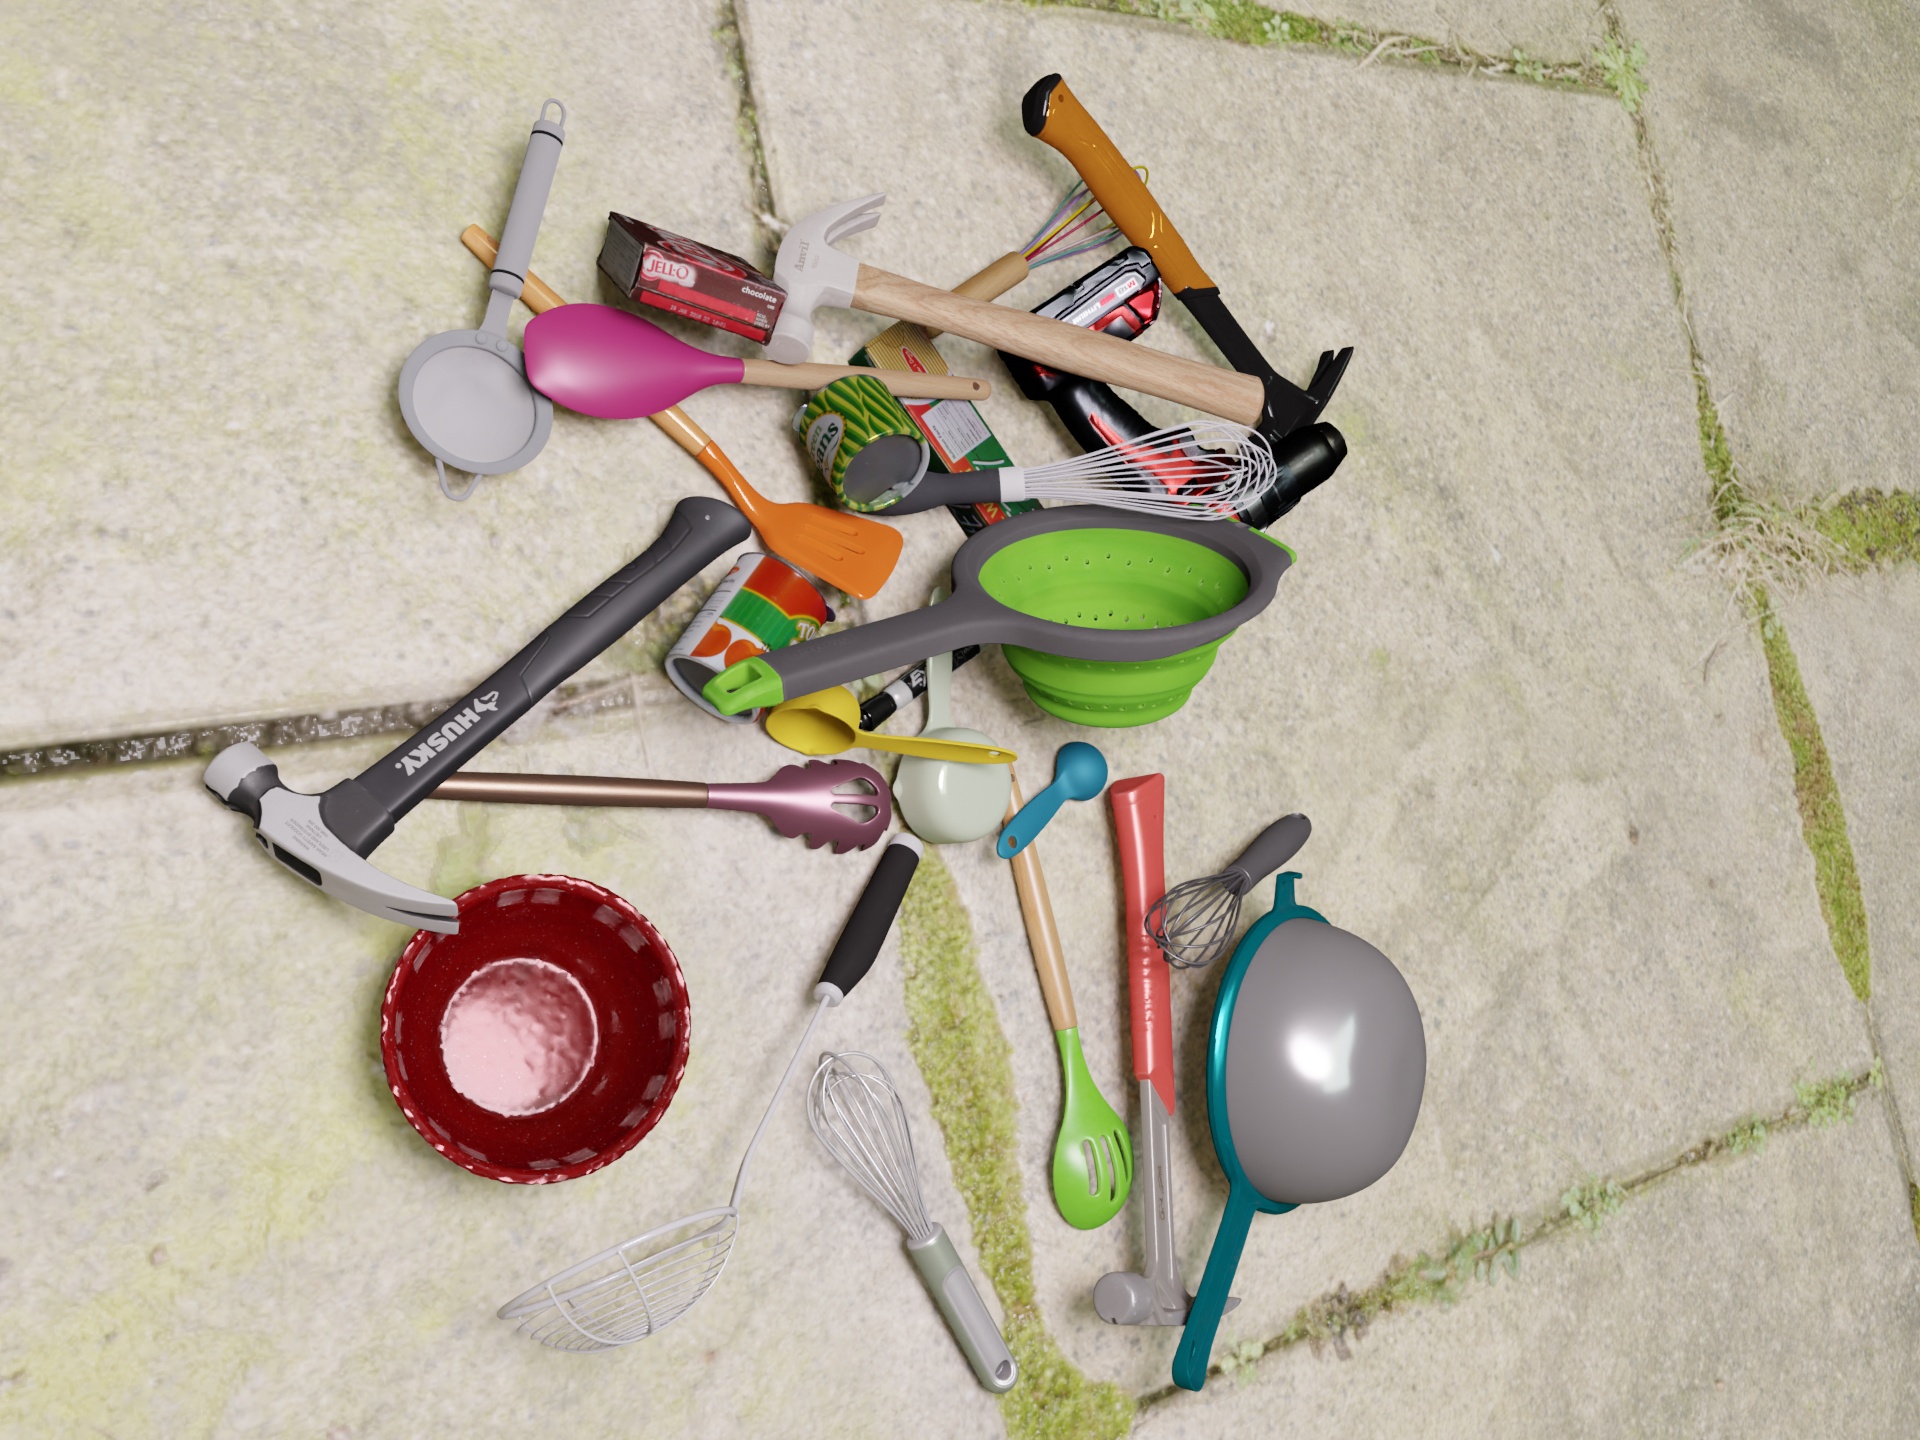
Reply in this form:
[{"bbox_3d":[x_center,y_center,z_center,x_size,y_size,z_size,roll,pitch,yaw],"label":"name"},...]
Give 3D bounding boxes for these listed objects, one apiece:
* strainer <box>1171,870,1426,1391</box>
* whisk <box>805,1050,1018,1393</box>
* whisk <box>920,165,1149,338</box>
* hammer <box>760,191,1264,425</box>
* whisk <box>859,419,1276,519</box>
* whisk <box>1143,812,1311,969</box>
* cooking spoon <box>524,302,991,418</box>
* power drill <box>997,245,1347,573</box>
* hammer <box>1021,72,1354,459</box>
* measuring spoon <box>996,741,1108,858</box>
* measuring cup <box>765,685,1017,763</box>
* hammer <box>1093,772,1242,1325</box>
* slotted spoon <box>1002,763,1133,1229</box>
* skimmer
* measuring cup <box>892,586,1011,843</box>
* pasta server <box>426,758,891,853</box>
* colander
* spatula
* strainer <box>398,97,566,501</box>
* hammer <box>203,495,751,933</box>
[{"bbox_3d":[0.232,0.280,1.041,0.210,0.095,0.340,54,49,-35],"label":"strainer"},{"bbox_3d":[-0.025,0.304,0.958,0.058,0.059,0.246,-33,102,-31],"label":"whisk"},{"bbox_3d":[0.056,-0.341,1.146,0.245,0.047,0.051,-40,102,-28],"label":"whisk"},{"bbox_3d":[0.042,-0.251,1.027,0.331,0.031,0.130,13,64,-13],"label":"hammer"},{"bbox_3d":[0.065,-0.158,1.045,0.284,0.070,0.070,-4,81,0],"label":"whisk"},{"bbox_3d":[0.194,0.110,1.099,0.239,0.055,0.055,-28,95,-52],"label":"whisk"},{"bbox_3d":[-0.114,-0.216,0.990,0.318,0.017,0.069,-3,85,-34],"label":"cooking spoon"},{"bbox_3d":[0.151,-0.218,1.122,0.188,0.080,0.226,-34,100,-4],"label":"power drill"},{"bbox_3d":[0.165,-0.339,1.172,0.336,0.034,0.127,44,73,-27],"label":"hammer"},{"bbox_3d":[0.065,0.054,1.063,0.129,0.021,0.042,-42,105,-44],"label":"measuring spoon"},{"bbox_3d":[-0.041,0.003,0.982,0.156,0.062,0.029,8,60,-5],"label":"measuring cup"},{"bbox_3d":[0.133,0.213,1.064,0.149,0.037,0.359,23,61,-51],"label":"hammer"},{"bbox_3d":[0.062,0.178,1.049,0.070,0.031,0.314,-9,83,-38],"label":"slotted spoon"},{"bbox_3d":[-0.125,0.191,0.903,0.090,0.127,0.363,32,53,-5],"label":"skimmer"},{"bbox_3d":[-0.002,-0.003,1.023,0.083,0.038,0.167,-2,91,-42],"label":"measuring cup"},{"bbox_3d":[-0.179,0.044,0.934,0.316,0.040,0.060,4,78,-26],"label":"pasta server"},{"bbox_3d":[0.028,-0.036,0.981,0.397,0.205,0.094,-18,125,-29],"label":"colander"},{"bbox_3d":[-0.171,-0.190,0.977,0.322,0.041,0.081,42,38,-15],"label":"spatula"},{"bbox_3d":[-0.264,-0.243,0.918,0.086,0.050,0.258,18,77,-28],"label":"strainer"},{"bbox_3d":[-0.234,-0.024,0.888,0.146,0.035,0.335,38,55,9],"label":"hammer"}]
